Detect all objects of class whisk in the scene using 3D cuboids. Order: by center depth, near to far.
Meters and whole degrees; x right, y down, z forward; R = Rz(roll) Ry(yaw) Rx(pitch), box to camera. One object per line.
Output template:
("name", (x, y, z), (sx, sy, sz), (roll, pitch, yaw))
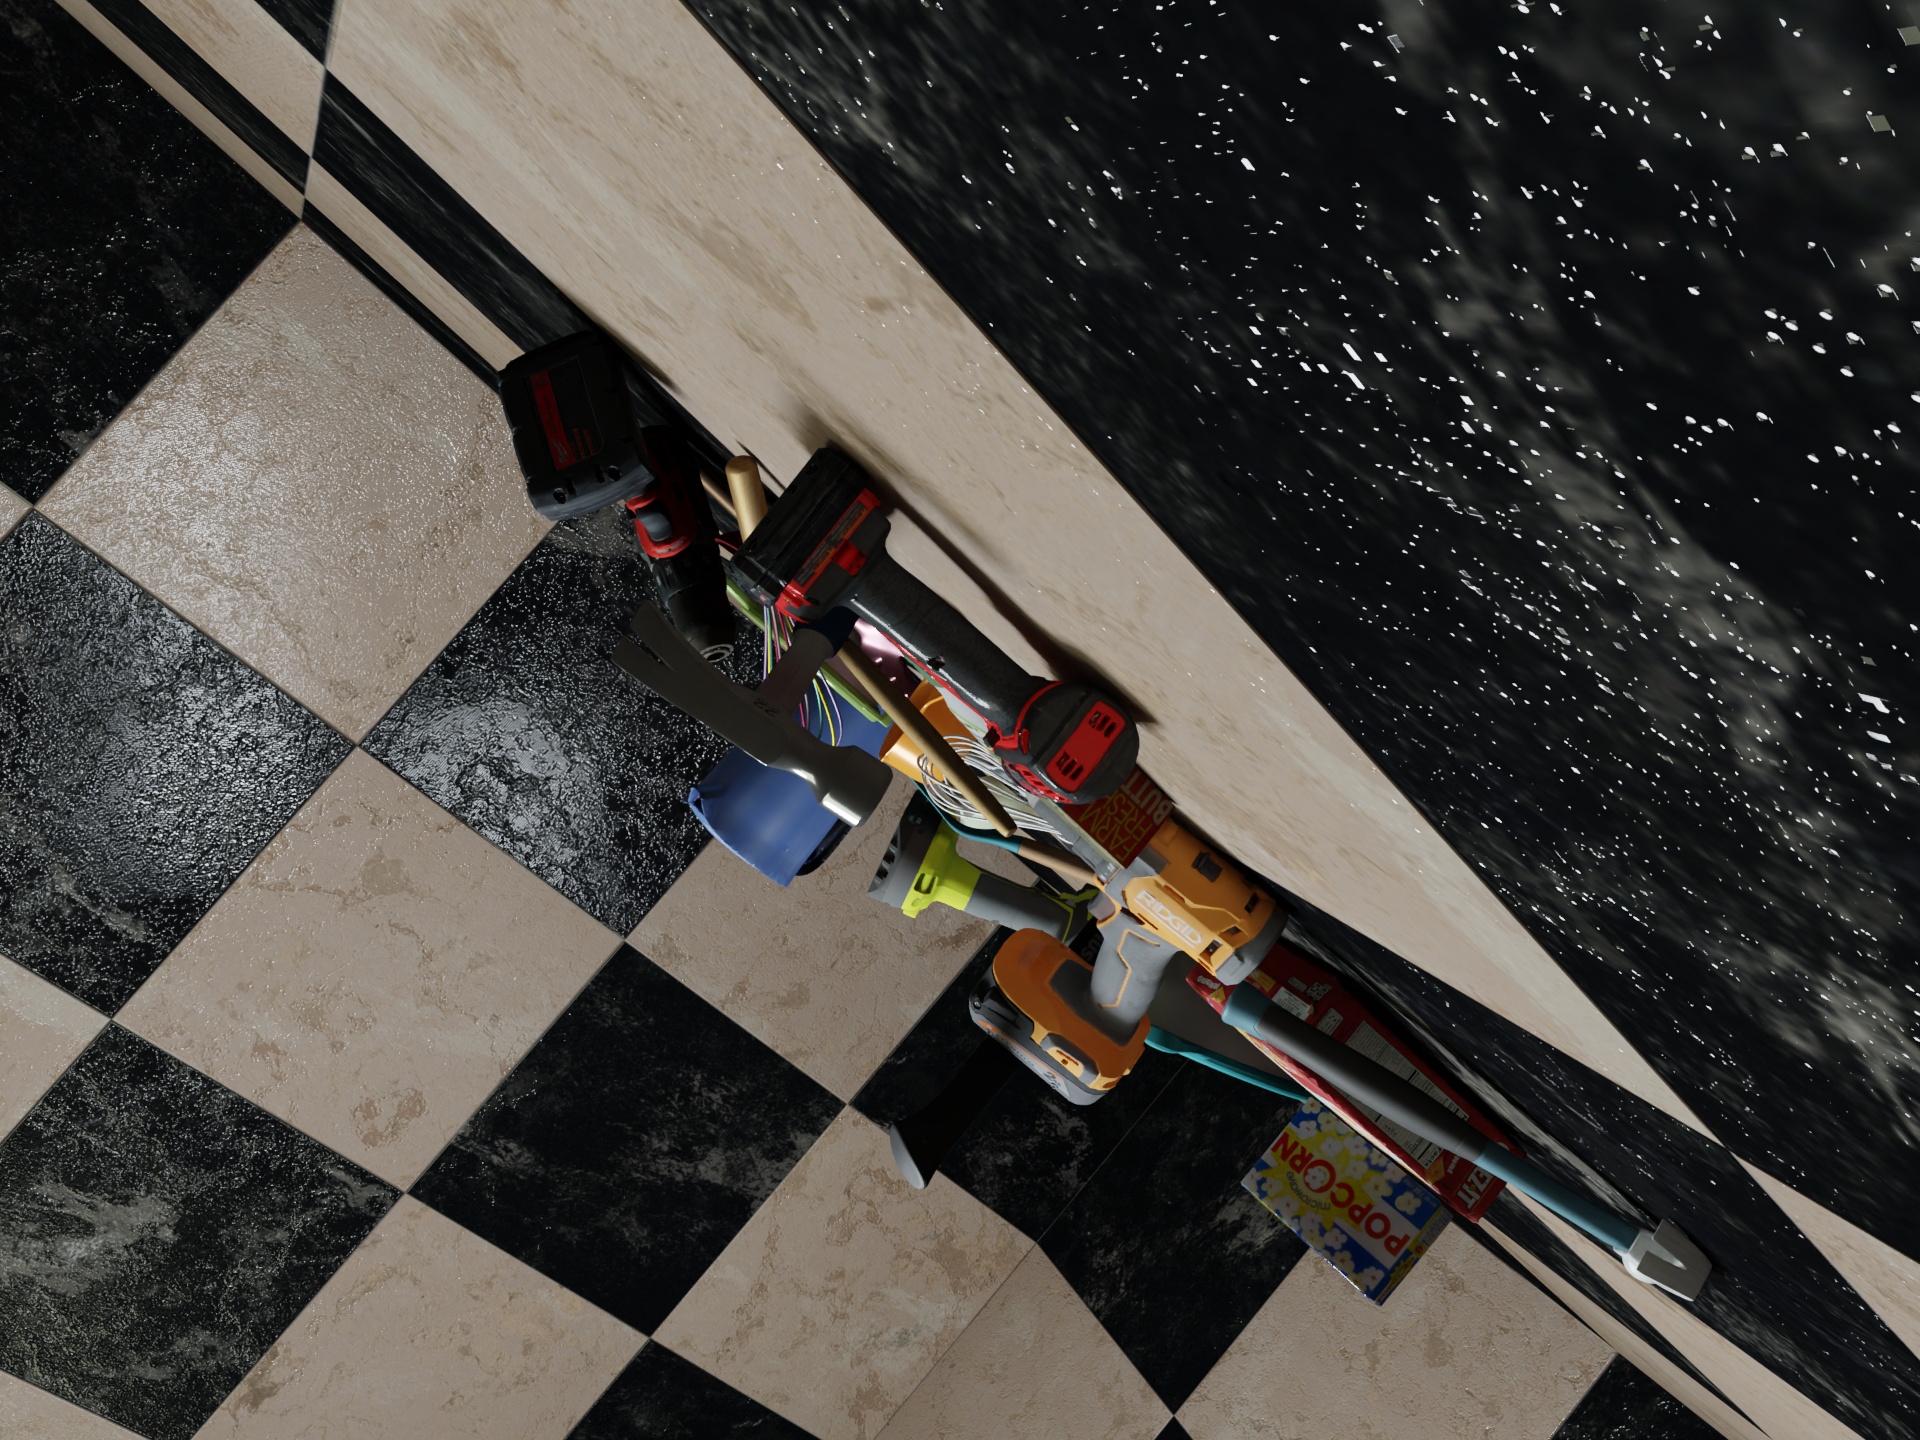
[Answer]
("whisk", (-0.129, -0.068, 1.093), (0.047, 0.051, 0.244), (32, 142, 45))
("whisk", (0.080, 0.074, 1.098), (0.246, 0.057, 0.059), (25, -159, 14))

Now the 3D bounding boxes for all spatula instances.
("spatula", (0.077, 0.101, 1.301), (0.317, 0.044, 0.082), (21, 172, 6))

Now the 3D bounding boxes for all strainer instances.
("strainer", (-0.144, -0.104, 1.331), (0.256, 0.069, 0.152), (43, 178, -21))
("strainer", (0.211, 0.237, 1.333), (0.211, 0.095, 0.340), (21, 175, 21))

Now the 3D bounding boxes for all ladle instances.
("ladle", (-0.066, -0.033, 1.113), (0.316, 0.031, 0.069), (47, -177, 21))

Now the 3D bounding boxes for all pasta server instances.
("pasta server", (-0.127, -0.117, 1.265), (0.316, 0.040, 0.060), (43, 134, -7))

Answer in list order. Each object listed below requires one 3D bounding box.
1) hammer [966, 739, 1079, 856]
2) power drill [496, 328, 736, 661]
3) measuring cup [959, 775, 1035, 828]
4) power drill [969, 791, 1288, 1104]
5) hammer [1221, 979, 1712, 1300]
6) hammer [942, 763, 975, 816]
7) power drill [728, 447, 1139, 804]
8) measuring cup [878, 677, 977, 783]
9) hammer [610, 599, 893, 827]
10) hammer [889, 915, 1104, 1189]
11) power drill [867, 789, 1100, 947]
("hammer", (0.086, 0.093, 1.410), (0.149, 0.036, 0.408), (20, 168, 30))
("power drill", (-0.225, -0.150, 1.118), (0.226, 0.080, 0.188), (51, -162, -73))
("measuring cup", (0.021, 0.069, 1.655), (0.168, 0.083, 0.038), (-143, 45, -65))
("power drill", (0.087, 0.139, 1.063), (0.185, 0.084, 0.226), (39, 133, 6))
("hammer", (0.313, 0.262, 1.000), (0.331, 0.033, 0.128), (31, 173, 10))
("hammer", (-0.009, 0.031, 1.549), (0.130, 0.031, 0.331), (56, -177, 4))
("power drill", (-0.011, -0.039, 0.828), (0.219, 0.078, 0.143), (38, 176, -6))
("measuring cup", (-0.002, -0.004, 1.159), (0.052, 0.095, 0.173), (34, 158, -11))
("hammer", (-0.091, -0.046, 0.925), (0.144, 0.035, 0.406), (33, -167, -6))
("hammer", (0.064, 0.214, 1.174), (0.146, 0.335, 0.035), (41, 145, 7))
("power drill", (0.047, 0.147, 1.375), (0.228, 0.080, 0.190), (25, -165, 1))
